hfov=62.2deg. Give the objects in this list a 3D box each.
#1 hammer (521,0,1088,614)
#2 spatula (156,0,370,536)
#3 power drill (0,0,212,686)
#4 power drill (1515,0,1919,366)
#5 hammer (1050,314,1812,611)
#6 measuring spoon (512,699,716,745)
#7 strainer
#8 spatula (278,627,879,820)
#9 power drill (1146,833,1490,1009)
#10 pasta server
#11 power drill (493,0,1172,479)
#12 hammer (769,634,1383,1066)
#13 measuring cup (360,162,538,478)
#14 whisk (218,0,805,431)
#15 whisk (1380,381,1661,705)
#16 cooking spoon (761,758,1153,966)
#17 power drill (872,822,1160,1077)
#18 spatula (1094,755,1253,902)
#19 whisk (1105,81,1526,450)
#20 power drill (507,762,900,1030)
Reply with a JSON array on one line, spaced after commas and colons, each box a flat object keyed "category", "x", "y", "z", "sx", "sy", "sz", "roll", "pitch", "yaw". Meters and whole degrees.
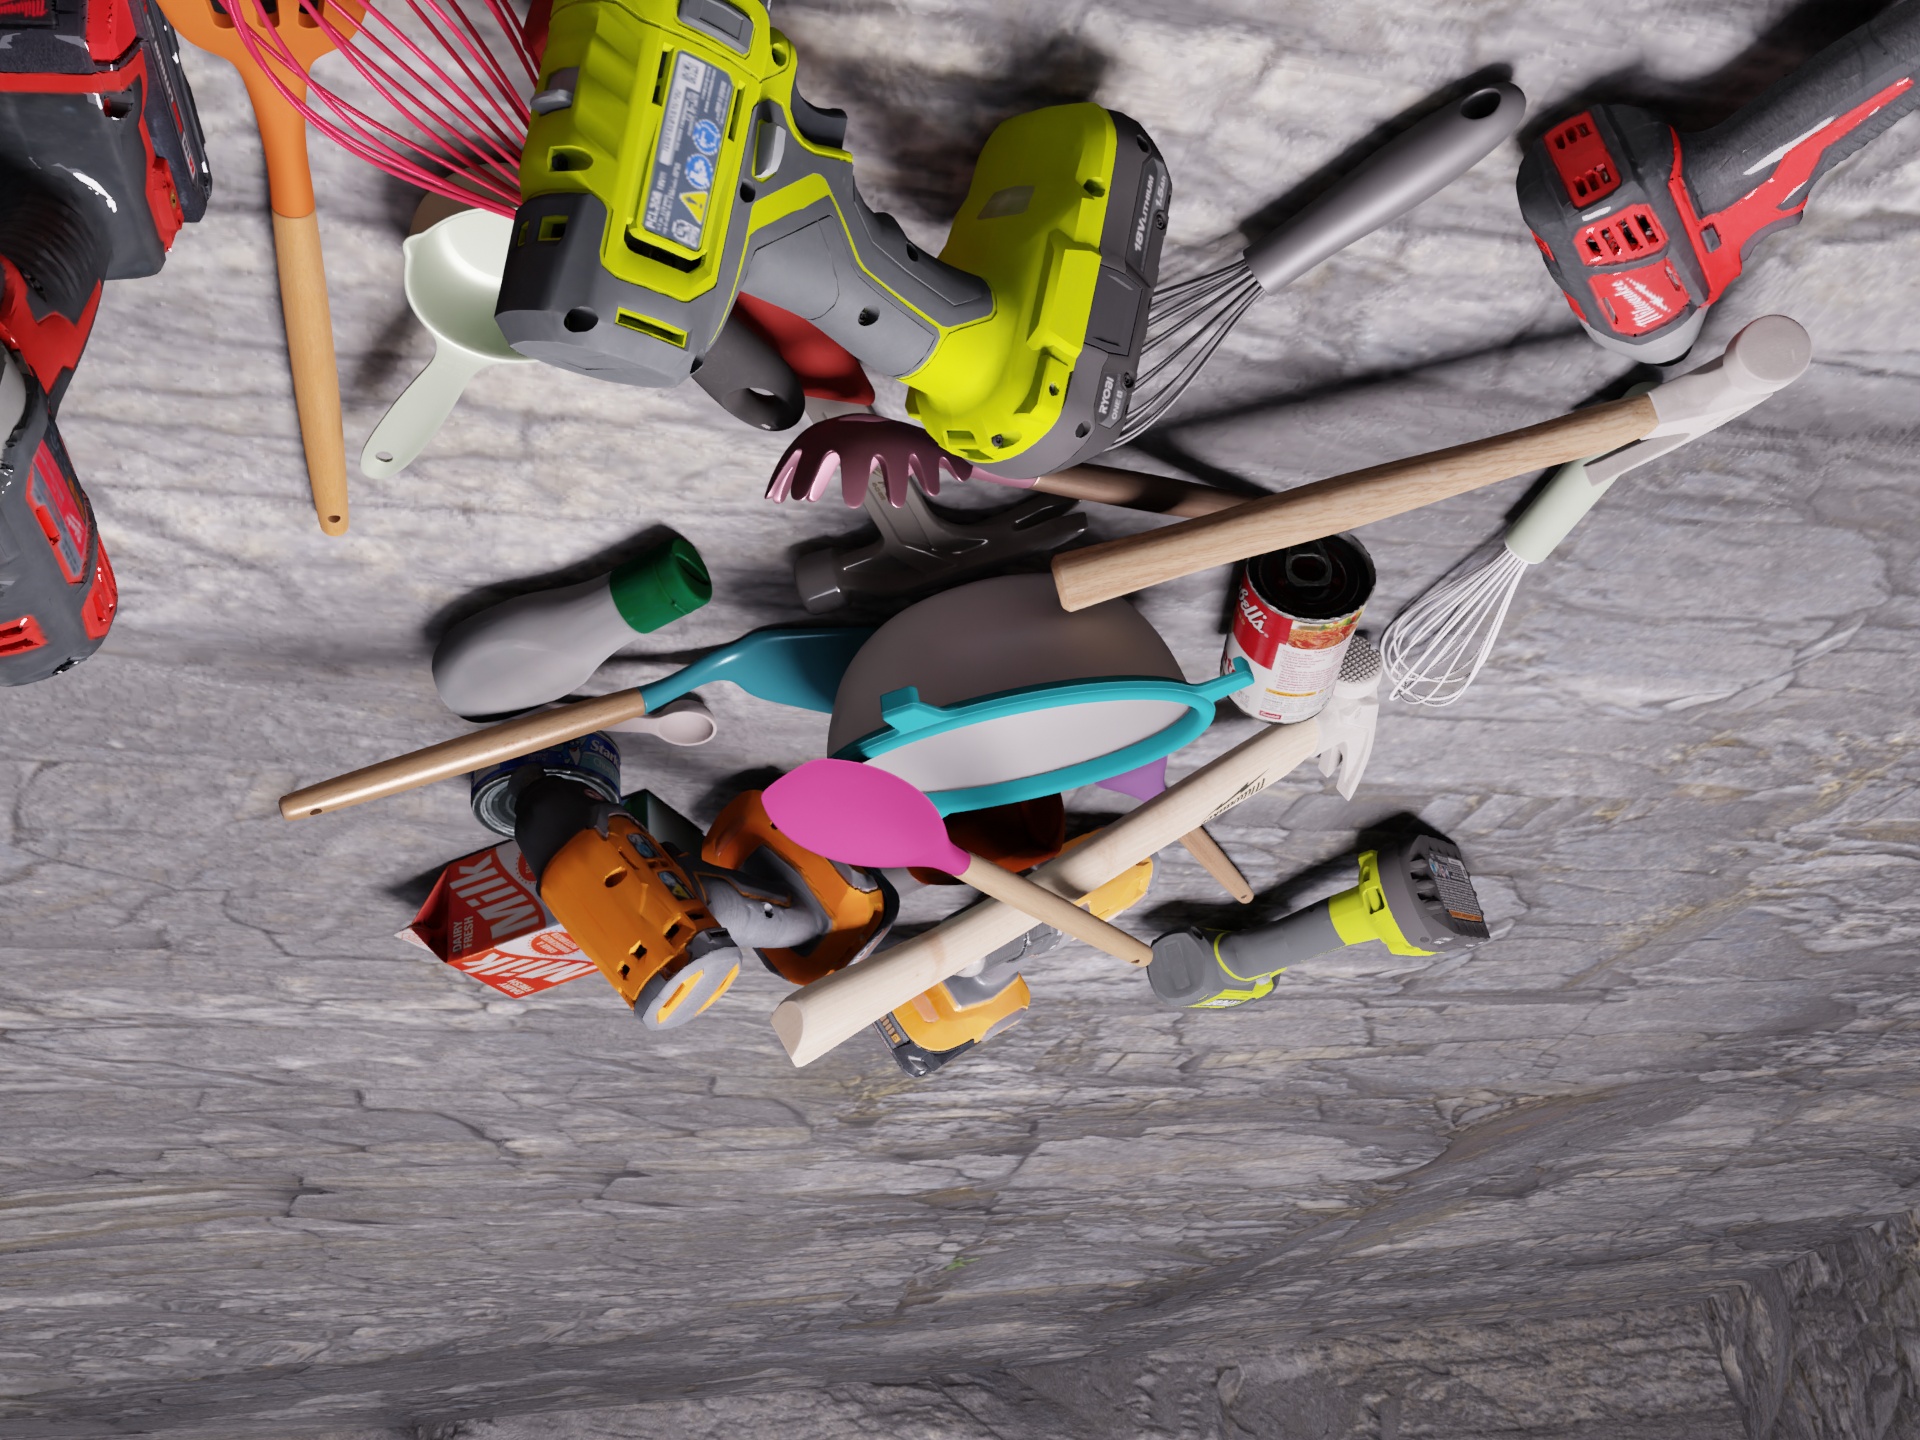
[{"category": "hammer", "x": -0.061, "y": -0.165, "z": 0.662, "sx": 0.149, "sy": 0.037, "sz": 0.358, "roll": -17, "pitch": 147, "yaw": 11}, {"category": "spatula", "x": -0.249, "y": -0.169, "z": 0.601, "sx": 0.081, "sy": 0.041, "sz": 0.322, "roll": -10, "pitch": 150, "yaw": -22}, {"category": "power drill", "x": -0.284, "y": -0.147, "z": 0.454, "sx": 0.080, "sy": 0.227, "sz": 0.187, "roll": -2, "pitch": 147, "yaw": -12}, {"category": "power drill", "x": 0.350, "y": -0.226, "z": 0.643, "sx": 0.219, "sy": 0.079, "sz": 0.143, "roll": -24, "pitch": 144, "yaw": 26}, {"category": "hammer", "x": 0.204, "y": -0.108, "z": 0.738, "sx": 0.331, "sy": 0.031, "sz": 0.130, "roll": -16, "pitch": 173, "yaw": 4}, {"category": "measuring spoon", "x": -0.199, "y": -0.006, "z": 0.892, "sx": 0.124, "sy": 0.018, "sz": 0.034, "roll": 6, "pitch": 144, "yaw": -11}, {"category": "strainer", "x": -0.001, "y": -0.003, "z": 0.889, "sx": 0.211, "sy": 0.095, "sz": 0.340, "roll": -6, "pitch": 166, "yaw": -22}, {"category": "spatula", "x": -0.187, "y": 0.004, "z": 0.829, "sx": 0.317, "sy": 0.044, "sz": 0.082, "roll": -19, "pitch": 153, "yaw": -26}, {"category": "power drill", "x": 0.273, "y": 0.163, "z": 1.206, "sx": 0.223, "sy": 0.080, "sz": 0.171, "roll": -25, "pitch": 158, "yaw": 28}, {"category": "pasta server", "x": 0.050, "y": -0.103, "z": 0.728, "sx": 0.316, "sy": 0.040, "sz": 0.060, "roll": 2, "pitch": -173, "yaw": -41}, {"category": "power drill", "x": -0.034, "y": -0.188, "z": 0.536, "sx": 0.228, "sy": 0.190, "sz": 0.080, "roll": 12, "pitch": 179, "yaw": -43}, {"category": "hammer", "x": 0.077, "y": 0.092, "z": 0.952, "sx": 0.410, "sy": 0.038, "sz": 0.146, "roll": -29, "pitch": 148, "yaw": -11}, {"category": "measuring cup", "x": -0.202, "y": -0.156, "z": 0.638, "sx": 0.083, "sy": 0.038, "sz": 0.167, "roll": 19, "pitch": 139, "yaw": -36}, {"category": "whisk", "x": -0.135, "y": -0.175, "z": 0.542, "sx": 0.073, "sy": 0.073, "sz": 0.295, "roll": -22, "pitch": 152, "yaw": 18}, {"category": "whisk", "x": 0.304, "y": -0.090, "z": 0.869, "sx": 0.059, "sy": 0.058, "sz": 0.246, "roll": -30, "pitch": 159, "yaw": -39}, {"category": "cooking spoon", "x": 0.015, "y": 0.084, "z": 0.851, "sx": 0.068, "sy": 0.017, "sz": 0.318, "roll": -32, "pitch": 140, "yaw": 24}, {"category": "power drill", "x": 0.016, "y": 0.163, "z": 1.089, "sx": 0.185, "sy": 0.084, "sz": 0.226, "roll": -21, "pitch": 160, "yaw": -44}, {"category": "spatula", "x": 0.146, "y": 0.063, "z": 1.078, "sx": 0.060, "sy": 0.018, "sz": 0.315, "roll": -31, "pitch": 142, "yaw": 11}, {"category": "whisk", "x": 0.127, "y": -0.187, "z": 0.668, "sx": 0.239, "sy": 0.055, "sz": 0.055, "roll": -32, "pitch": 141, "yaw": 24}, {"category": "power drill", "x": -0.146, "y": 0.085, "z": 0.894, "sx": 0.084, "sy": 0.164, "sz": 0.226, "roll": -50, "pitch": 159, "yaw": 16}]
